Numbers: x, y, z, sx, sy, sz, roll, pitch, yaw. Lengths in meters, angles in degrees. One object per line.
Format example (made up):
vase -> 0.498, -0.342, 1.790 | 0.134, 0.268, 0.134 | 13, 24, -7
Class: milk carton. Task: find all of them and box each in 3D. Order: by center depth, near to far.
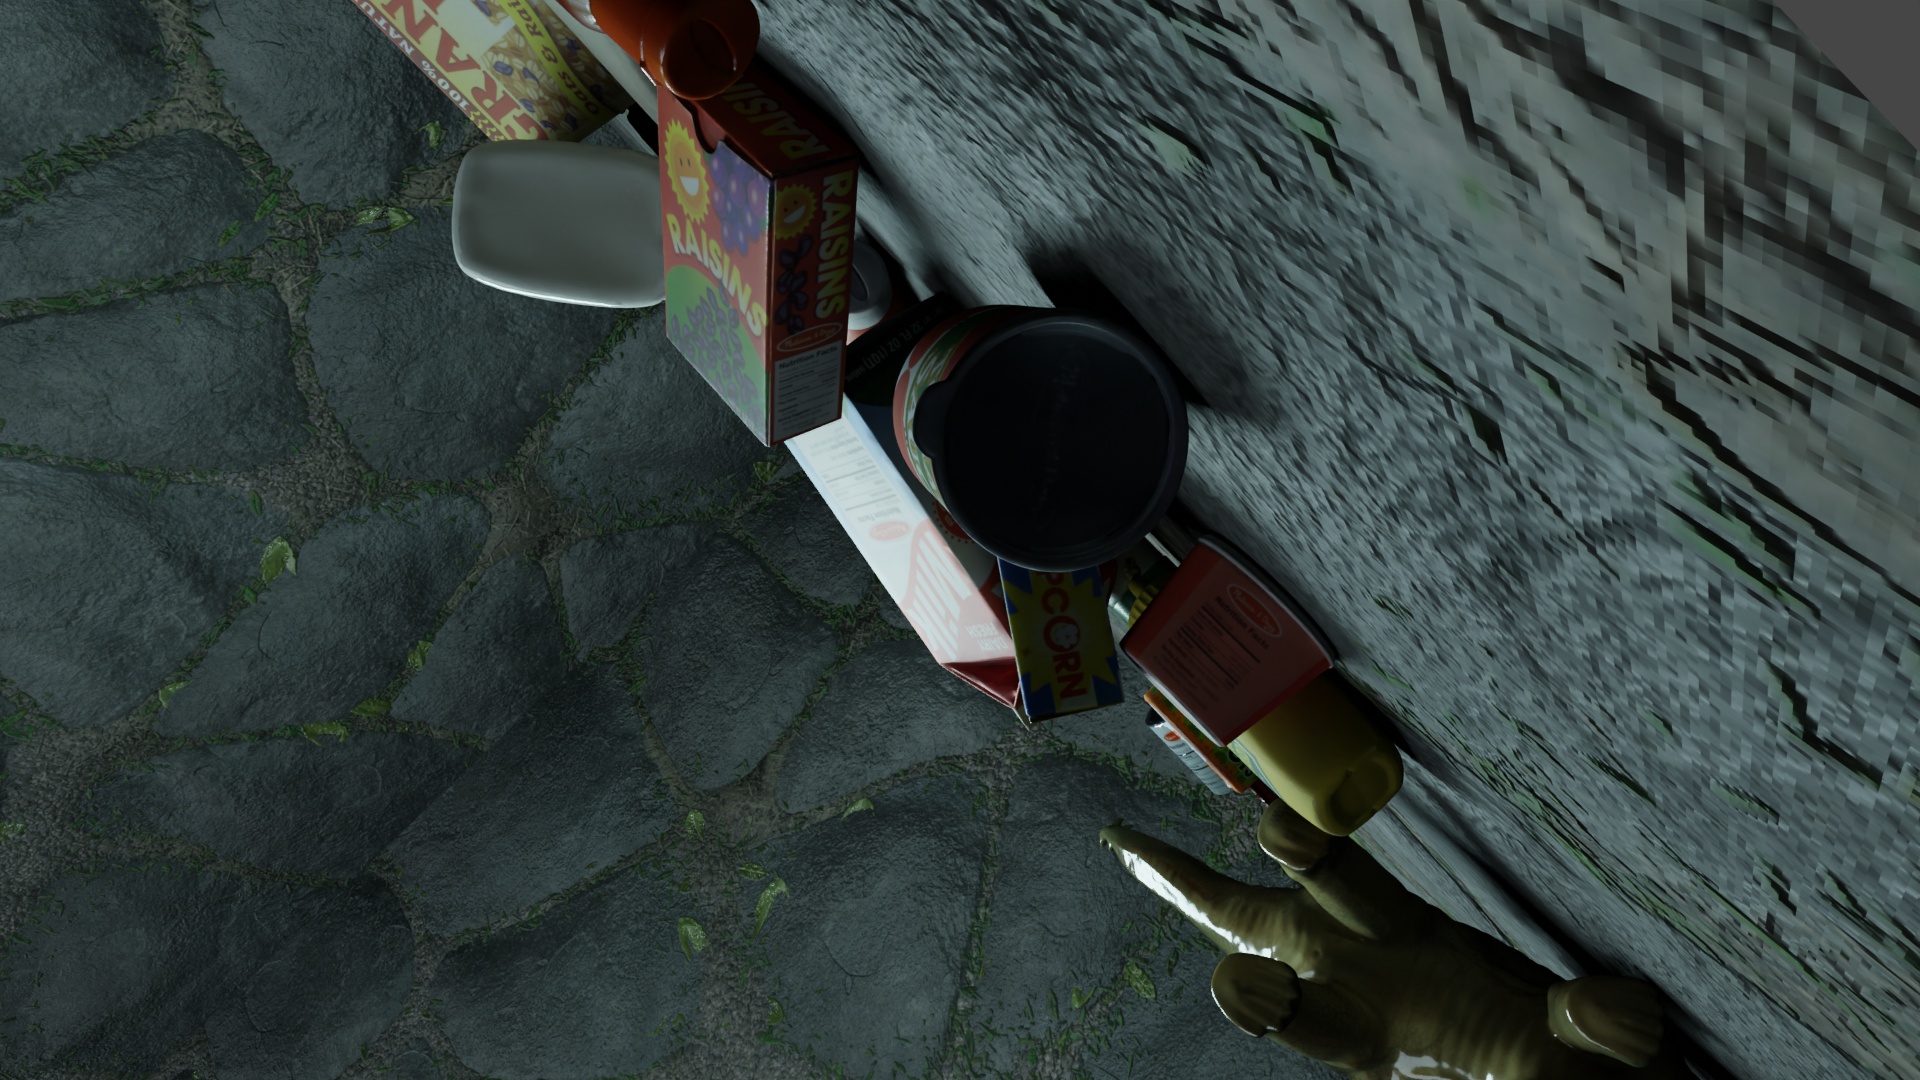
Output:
milk carton -> 0.002, -0.008, 0.636 | 0.190, 0.073, 0.073 | 56, 149, -13

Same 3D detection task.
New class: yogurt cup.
yogurt cup -> 0.097, 0.039, 0.517 | 0.072, 0.054, 0.072 | 45, 179, 1

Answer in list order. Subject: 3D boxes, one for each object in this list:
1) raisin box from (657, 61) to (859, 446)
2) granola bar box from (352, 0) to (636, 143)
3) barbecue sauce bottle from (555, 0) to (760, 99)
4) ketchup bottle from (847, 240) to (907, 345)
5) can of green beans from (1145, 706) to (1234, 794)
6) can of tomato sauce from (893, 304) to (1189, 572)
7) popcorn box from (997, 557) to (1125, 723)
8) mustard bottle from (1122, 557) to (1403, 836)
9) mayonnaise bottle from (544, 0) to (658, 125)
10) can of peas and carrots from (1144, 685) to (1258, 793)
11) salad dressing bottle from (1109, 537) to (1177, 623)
raisin box -> -0.081, -0.111, 0.538 | 0.086, 0.040, 0.122 | 47, 145, 32
granola bar box -> -0.213, -0.250, 0.603 | 0.124, 0.039, 0.165 | -11, 132, 47
barbecue sauce bottle -> -0.122, -0.195, 0.440 | 0.149, 0.043, 0.064 | 45, 180, 21
ketchup bottle -> -0.052, -0.121, 0.727 | 0.065, 0.043, 0.149 | 54, 180, 2
can of green beans -> 0.150, 0.103, 0.799 | 0.058, 0.071, 0.071 | 45, 180, -3
can of tomato sauce -> 0.016, -0.032, 0.386 | 0.071, 0.071, 0.083 | 46, 180, -14
popcorn box -> 0.033, 0.005, 0.553 | 0.085, 0.038, 0.126 | 57, -157, -85
mustard bottle -> 0.116, 0.056, 0.592 | 0.161, 0.049, 0.065 | 46, 178, 44
mayonnaise bottle -> -0.111, -0.186, 0.560 | 0.147, 0.041, 0.065 | 44, -179, -45
can of peas and carrots -> 0.130, 0.077, 0.658 | 0.071, 0.059, 0.071 | 46, 180, 0
salad dressing bottle -> 0.061, -0.005, 0.683 | 0.148, 0.044, 0.064 | 45, 169, 9
